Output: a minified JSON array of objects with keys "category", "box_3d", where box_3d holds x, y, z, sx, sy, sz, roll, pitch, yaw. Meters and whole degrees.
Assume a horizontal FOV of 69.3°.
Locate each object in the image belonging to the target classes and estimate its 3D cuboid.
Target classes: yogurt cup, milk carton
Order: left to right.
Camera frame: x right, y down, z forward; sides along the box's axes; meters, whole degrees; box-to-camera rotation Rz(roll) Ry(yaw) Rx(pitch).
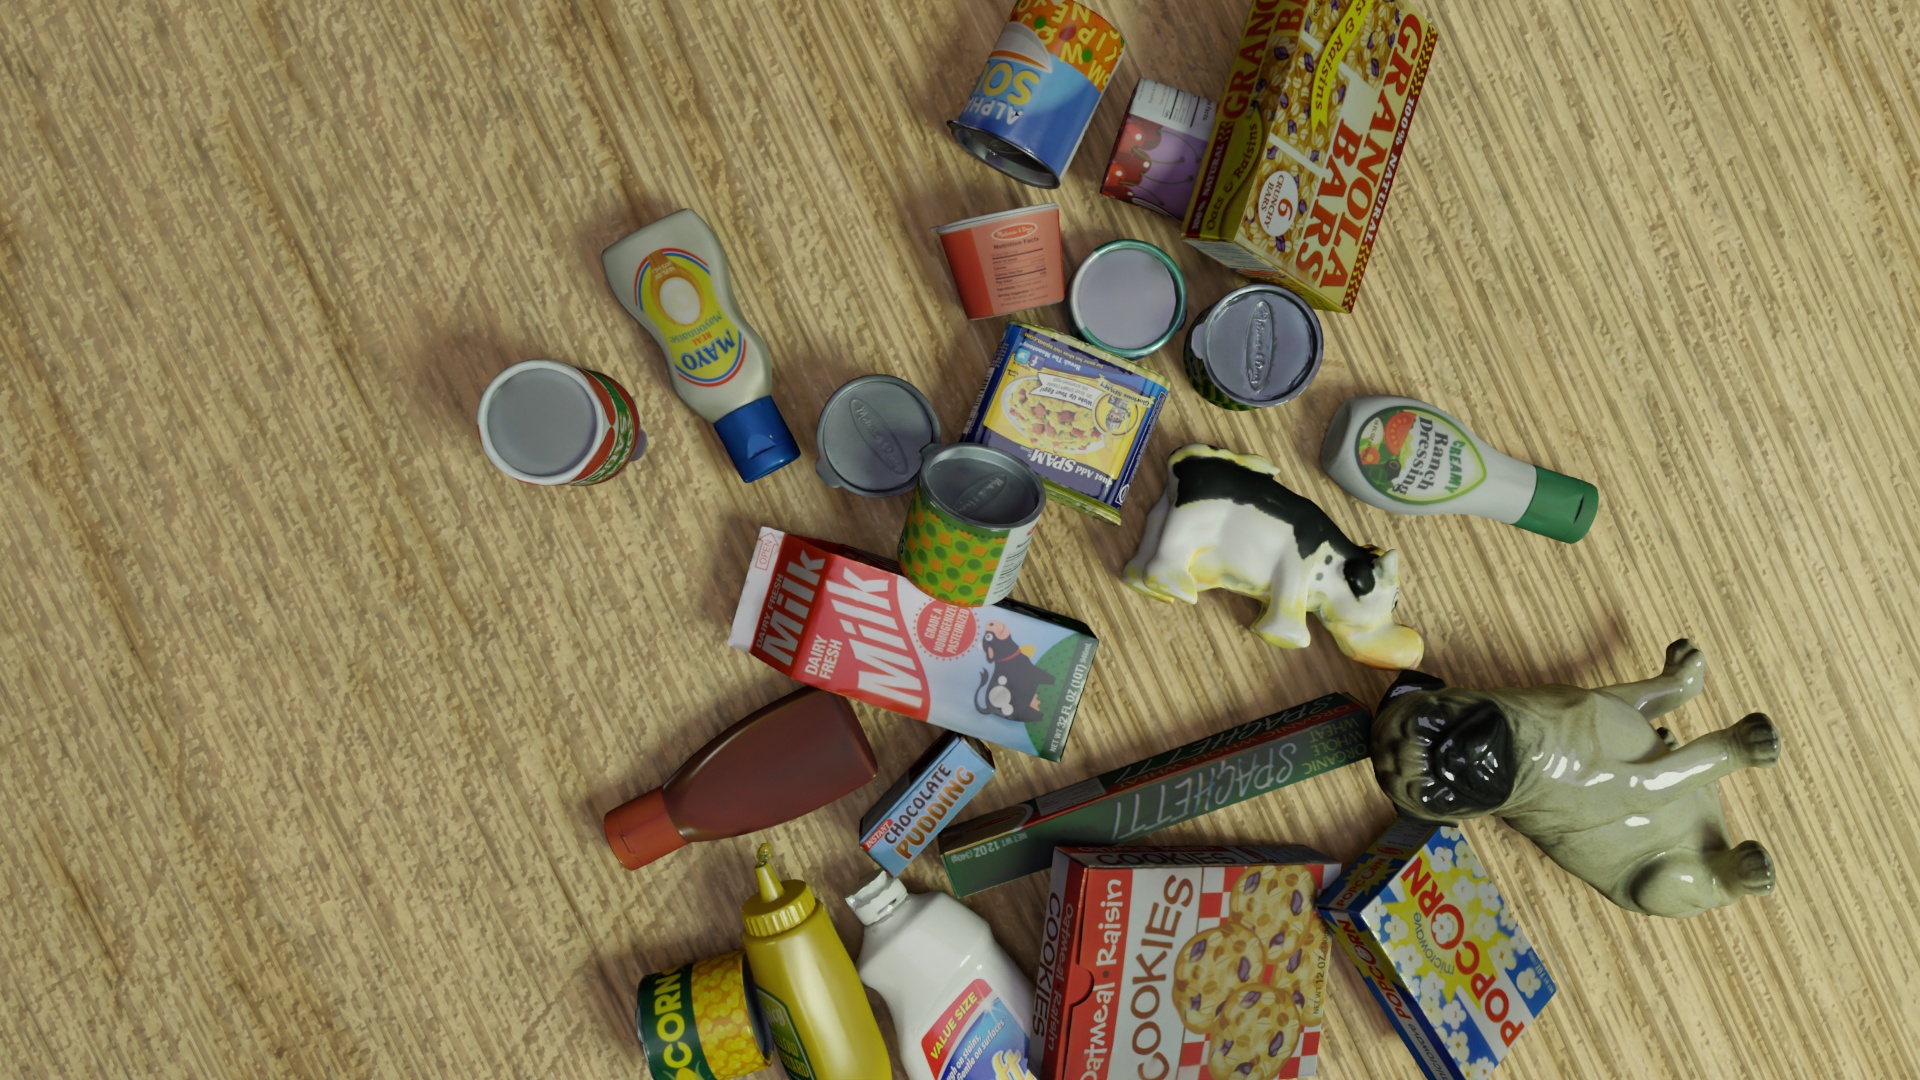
[{"category":"milk carton","box_3d":[-0.027,0.053,0.759,0.191,0.073,0.072,17,93,-2]},{"category":"yogurt cup","box_3d":[0.025,-0.152,0.759,0.072,0.072,0.054,-12,101,-1]}]

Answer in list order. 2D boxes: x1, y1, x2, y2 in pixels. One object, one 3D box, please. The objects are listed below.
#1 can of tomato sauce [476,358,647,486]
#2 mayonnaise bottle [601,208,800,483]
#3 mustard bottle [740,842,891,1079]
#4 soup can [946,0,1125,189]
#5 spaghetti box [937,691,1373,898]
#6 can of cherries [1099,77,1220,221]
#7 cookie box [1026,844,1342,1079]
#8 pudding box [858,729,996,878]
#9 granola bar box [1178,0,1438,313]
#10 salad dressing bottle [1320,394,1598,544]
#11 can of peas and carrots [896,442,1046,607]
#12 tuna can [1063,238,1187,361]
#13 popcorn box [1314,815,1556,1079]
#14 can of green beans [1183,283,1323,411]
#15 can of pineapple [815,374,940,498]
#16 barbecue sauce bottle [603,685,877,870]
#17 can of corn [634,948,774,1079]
[{"category":"can of tomato sauce","box_3d":[-0.212,-0.061,0.746,0.071,0.083,0.071,0,92,-1]},{"category":"mayonnaise bottle","box_3d":[-0.138,-0.105,0.767,0.065,0.041,0.148,-28,92,-2]},{"category":"mustard bottle","box_3d":[-0.086,0.239,0.759,0.049,0.065,0.160,-25,101,-32]},{"category":"soup can","box_3d":[0.041,-0.245,0.753,0.071,0.071,0.083,26,91,-2]},{"category":"spaghetti box","box_3d":[0.109,0.140,0.777,0.250,0.050,0.028,-19,95,-1]},{"category":"can of cherries","box_3d":[0.113,-0.210,0.759,0.058,0.071,0.071,18,92,-2]},{"category":"cookie box","box_3d":[0.124,0.230,0.754,0.168,0.040,0.123,6,92,-25]},{"category":"pudding box","box_3d":[-0.019,0.143,0.774,0.030,0.049,0.083,43,91,-4]},{"category":"granola bar box","box_3d":[0.189,-0.217,0.737,0.124,0.039,0.165,15,92,-46]},{"category":"salad dressing bottle","box_3d":[0.279,-0.037,0.778,0.148,0.044,0.064,17,91,-2]},{"category":"can of peas and carrots","box_3d":[0.003,-0.009,0.718,0.071,0.071,0.058,17,130,-2]},{"category":"tuna can","box_3d":[0.094,-0.133,0.776,0.071,0.033,0.071,0,92,-1]},{"category":"popcorn box","box_3d":[0.265,0.226,0.769,0.085,0.038,0.126,-37,98,-25]},{"category":"can of green beans","box_3d":[0.160,-0.105,0.766,0.071,0.058,0.071,0,92,-1]},{"category":"can of pineapple","box_3d":[-0.046,-0.056,0.763,0.071,0.058,0.071,0,92,-1]},{"category":"barbecue sauce bottle","box_3d":[-0.124,0.136,0.775,0.148,0.044,0.065,-26,96,0]},{"category":"can of corn","box_3d":[-0.140,0.264,0.765,0.058,0.071,0.071,-16,92,-1]}]
